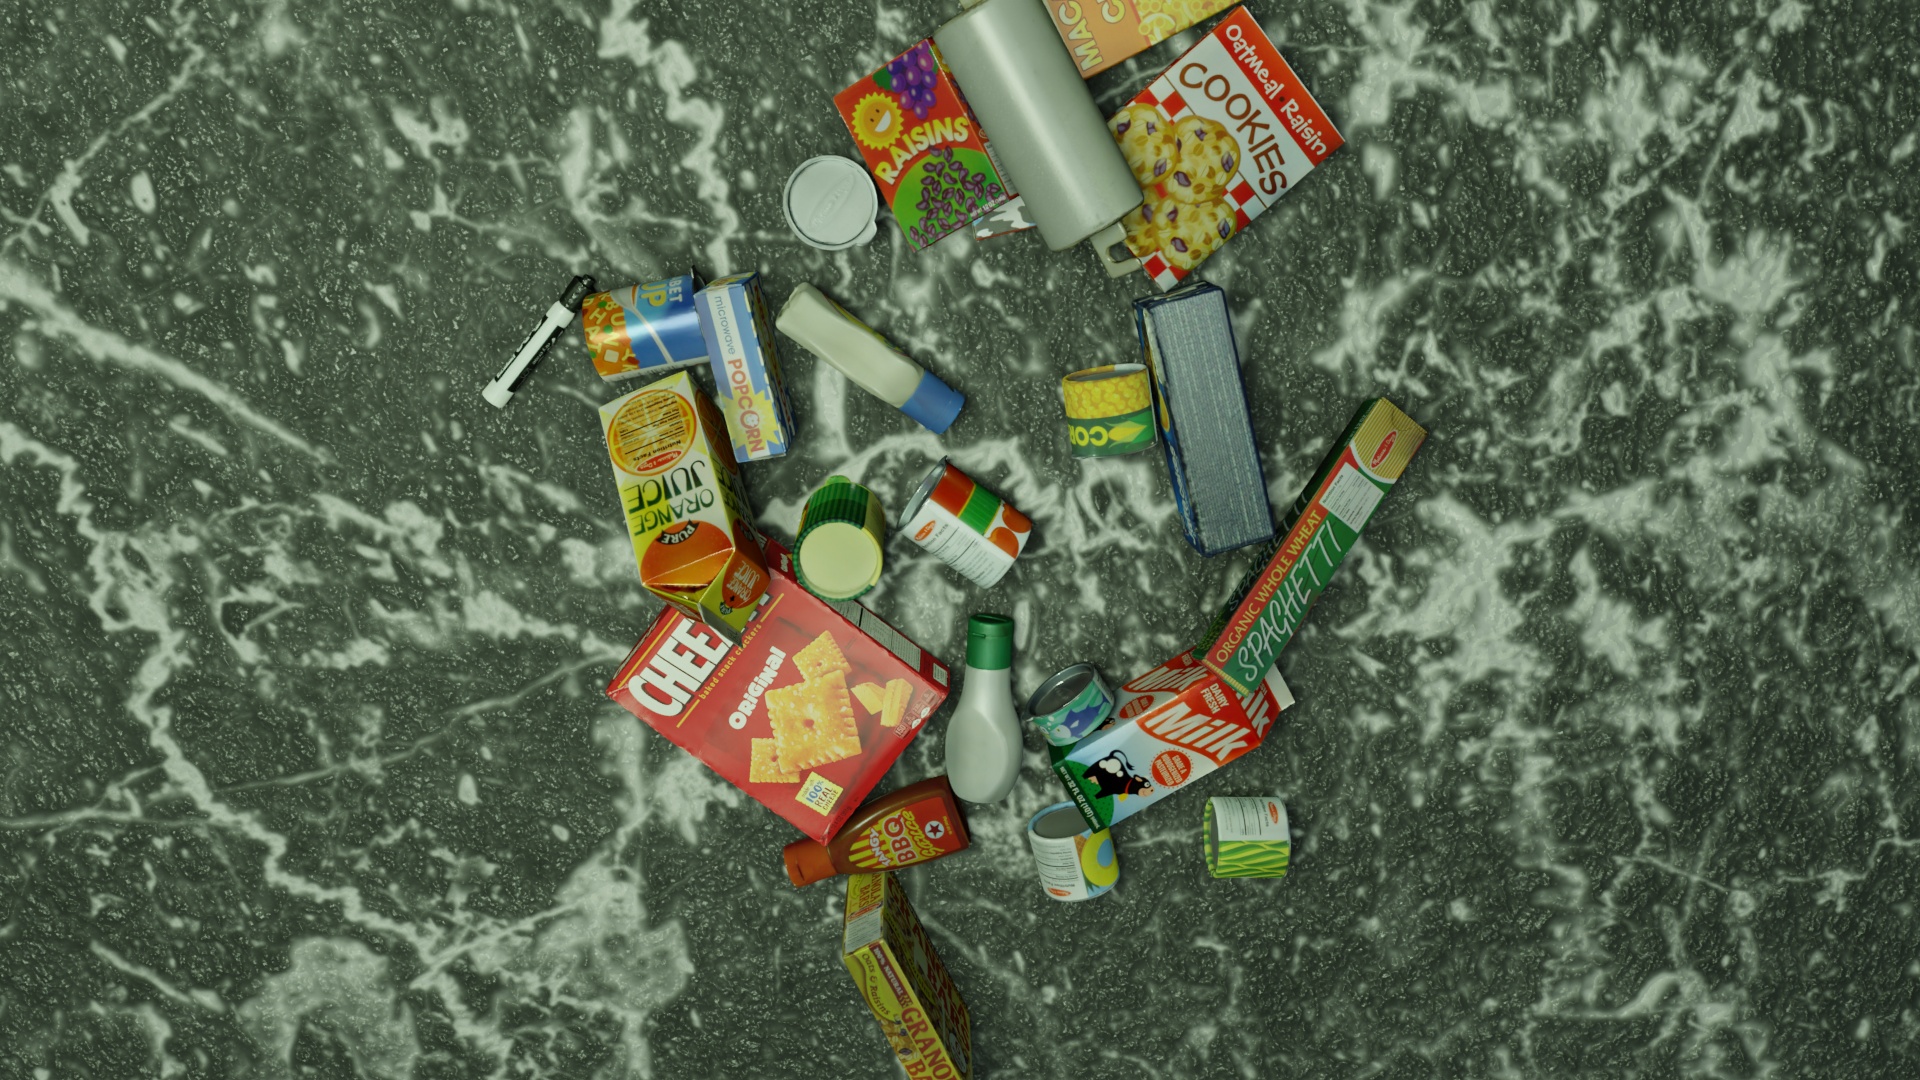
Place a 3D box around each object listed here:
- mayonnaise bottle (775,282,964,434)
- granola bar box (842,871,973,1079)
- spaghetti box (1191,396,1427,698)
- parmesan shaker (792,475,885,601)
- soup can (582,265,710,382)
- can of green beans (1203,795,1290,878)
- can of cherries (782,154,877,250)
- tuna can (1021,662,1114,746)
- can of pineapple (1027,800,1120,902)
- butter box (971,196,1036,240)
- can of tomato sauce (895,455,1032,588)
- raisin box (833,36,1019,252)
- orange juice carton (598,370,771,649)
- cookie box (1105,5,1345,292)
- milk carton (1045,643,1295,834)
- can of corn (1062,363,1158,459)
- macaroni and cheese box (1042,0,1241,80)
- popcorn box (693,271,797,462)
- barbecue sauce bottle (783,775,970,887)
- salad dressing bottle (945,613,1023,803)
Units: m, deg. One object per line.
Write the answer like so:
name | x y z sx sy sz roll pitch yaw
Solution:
mayonnaise bottle | -0.066 -0.134 1.029 0.148 0.065 0.041 33 98 -15
granola bar box | -0.043 0.363 1.133 0.039 0.124 0.165 -25 105 5
spaghetti box | 0.265 0.004 1.059 0.050 0.028 0.250 37 83 -10
parmesan shaker | -0.091 -0.003 1.041 0.071 0.103 0.071 -1 106 -2
soup can | -0.225 -0.158 1.011 0.084 0.071 0.071 -11 106 1
can of green beans | 0.235 0.244 1.143 0.058 0.071 0.071 0 106 -2
can of cherries | -0.091 -0.241 0.998 0.071 0.058 0.071 -1 105 -3
tuna can | 0.086 0.132 1.104 0.071 0.071 0.032 -35 105 7
can of pineapple | 0.094 0.253 1.141 0.071 0.071 0.057 -14 106 2
butter box | 0.025 -0.275 1.011 0.053 0.024 0.103 -12 106 2
can of tomato sauce | 0.004 -0.013 1.063 0.083 0.071 0.071 34 102 -11
raisin box | -0.022 -0.279 0.982 0.086 0.040 0.123 -24 101 28
orange juice carton | -0.193 -0.016 0.996 0.073 0.071 0.193 -22 66 4
cookie box | 0.173 -0.282 1.008 0.167 0.040 0.123 -40 103 9
milk carton | 0.168 0.147 1.109 0.190 0.073 0.072 -29 104 5
can of corn | 0.110 -0.097 1.041 0.071 0.071 0.058 -10 105 0
macaroni and cheese box | 0.104 -0.402 0.971 0.166 0.040 0.123 -26 105 5
popcorn box | -0.155 -0.128 1.013 0.038 0.085 0.126 -12 106 2
barbecue sauce bottle | -0.070 0.245 1.141 0.148 0.044 0.064 -19 105 3
salad dressing bottle | 0.021 0.133 1.112 0.064 0.044 0.147 10 103 30
